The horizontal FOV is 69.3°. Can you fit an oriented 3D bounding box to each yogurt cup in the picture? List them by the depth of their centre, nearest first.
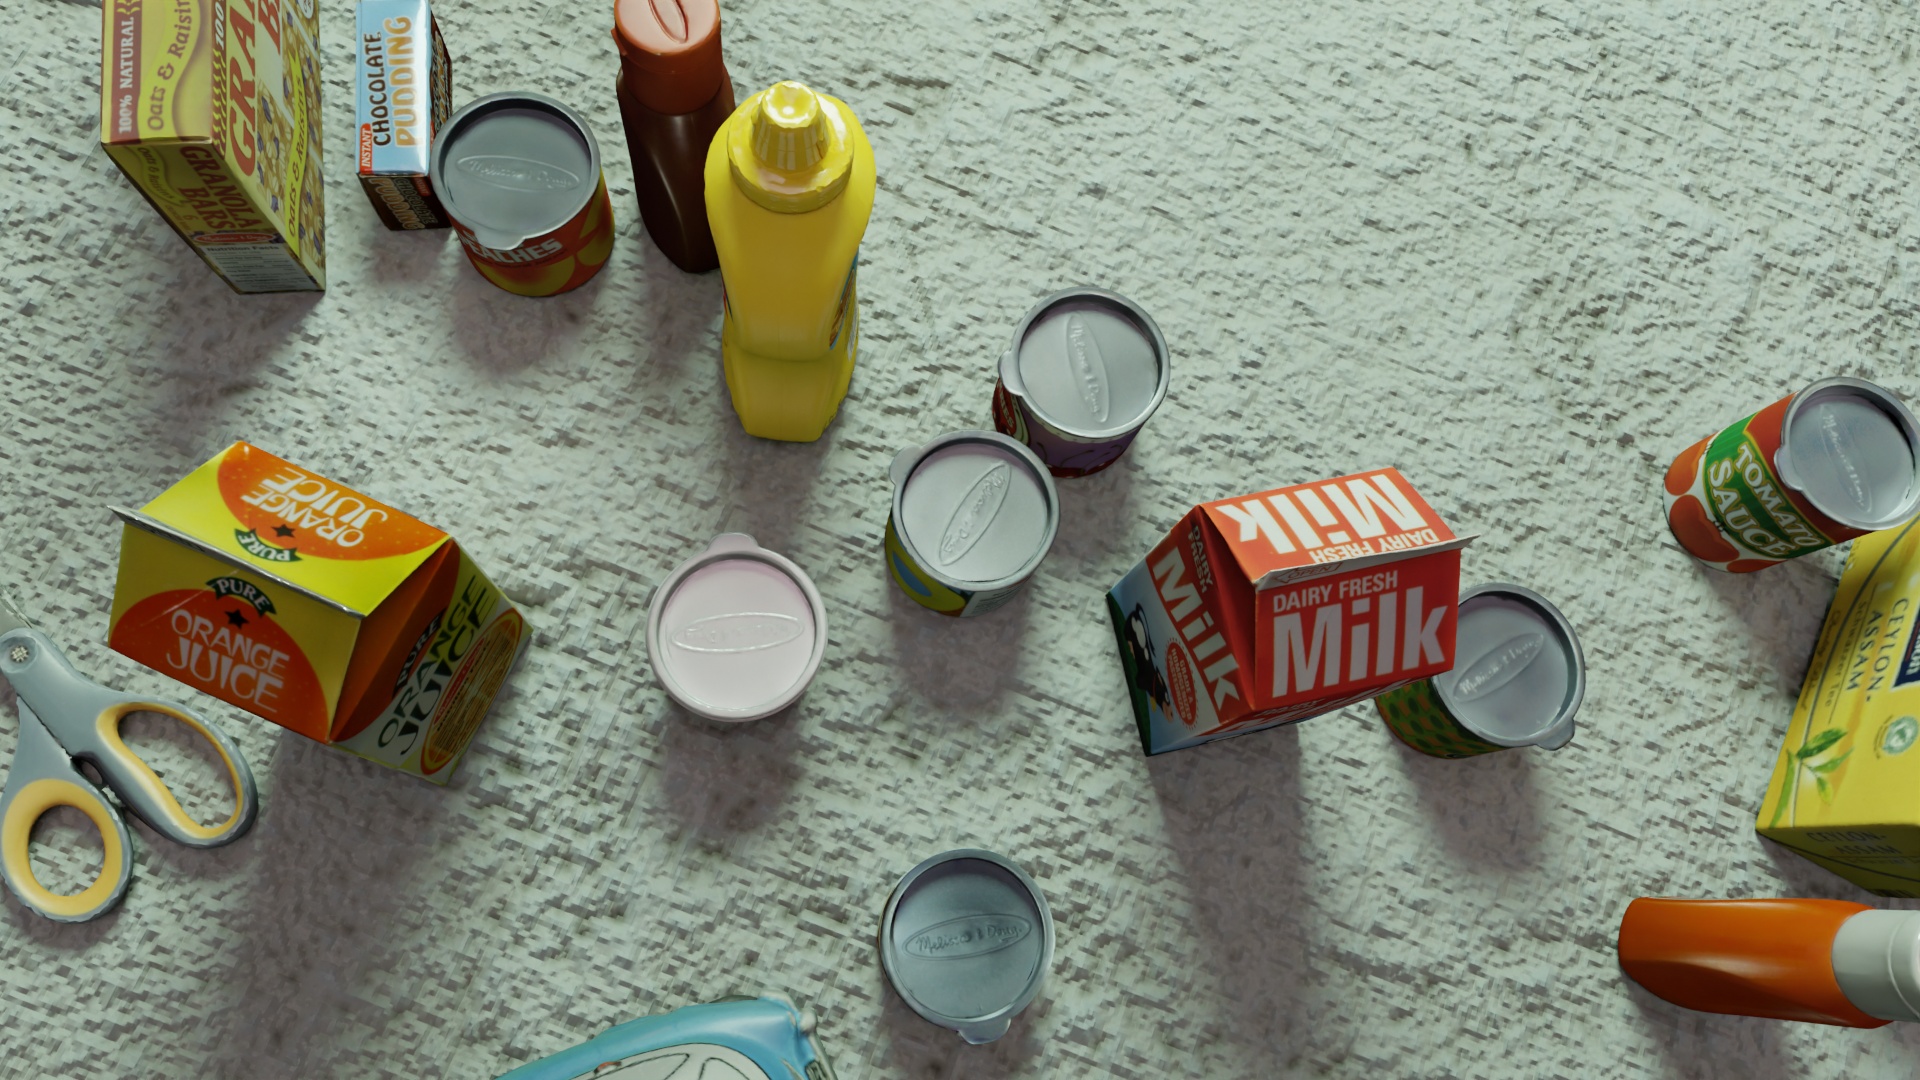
[{"bbox_3d":[-0.087,0.040,0.544,0.072,0.053,0.072,2,75,-7],"label":"yogurt cup"}]

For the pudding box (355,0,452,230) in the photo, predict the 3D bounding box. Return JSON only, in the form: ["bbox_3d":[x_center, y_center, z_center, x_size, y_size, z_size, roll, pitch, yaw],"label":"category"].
[{"bbox_3d":[-0.234,-0.180,0.587,0.030,0.049,0.084,-4,76,-8],"label":"pudding box"}]

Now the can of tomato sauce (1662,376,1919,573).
[{"bbox_3d":[0.359,-0.025,0.604,0.071,0.083,0.071,2,75,-7],"label":"can of tomato sauce"}]

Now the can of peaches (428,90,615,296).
[{"bbox_3d":[-0.181,-0.141,0.579,0.071,0.058,0.071,2,75,-7],"label":"can of peaches"}]

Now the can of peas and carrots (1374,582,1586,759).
[{"bbox_3d":[0.215,0.058,0.576,0.071,0.058,0.071,2,75,-7],"label":"can of peas and carrots"}]

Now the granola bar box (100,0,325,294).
[{"bbox_3d":[-0.290,-0.197,0.545,0.039,0.124,0.166,-6,76,-9],"label":"granola bar box"}]

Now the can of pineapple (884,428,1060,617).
[{"bbox_3d":[0.002,-0.007,0.566,0.071,0.057,0.071,2,75,-7],"label":"can of pineapple"}]

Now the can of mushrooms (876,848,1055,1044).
[{"bbox_3d":[0.001,0.155,0.535,0.071,0.033,0.071,2,75,-7],"label":"can of mushrooms"}]

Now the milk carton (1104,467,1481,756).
[{"bbox_3d":[0.113,0.027,0.502,0.072,0.190,0.073,-11,77,-10],"label":"milk carton"}]

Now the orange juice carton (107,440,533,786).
[{"bbox_3d":[-0.206,0.028,0.460,0.072,0.192,0.073,25,74,0],"label":"orange juice carton"}]

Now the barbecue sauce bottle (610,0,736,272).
[{"bbox_3d":[-0.110,-0.164,0.547,0.044,0.148,0.065,-23,80,-12],"label":"barbecue sauce bottle"}]

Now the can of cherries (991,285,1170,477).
[{"bbox_3d":[0.047,-0.065,0.588,0.071,0.058,0.071,2,75,-7],"label":"can of cherries"}]

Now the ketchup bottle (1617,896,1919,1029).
[{"bbox_3d":[0.313,0.156,0.515,0.065,0.148,0.043,19,74,-2],"label":"ketchup bottle"}]
